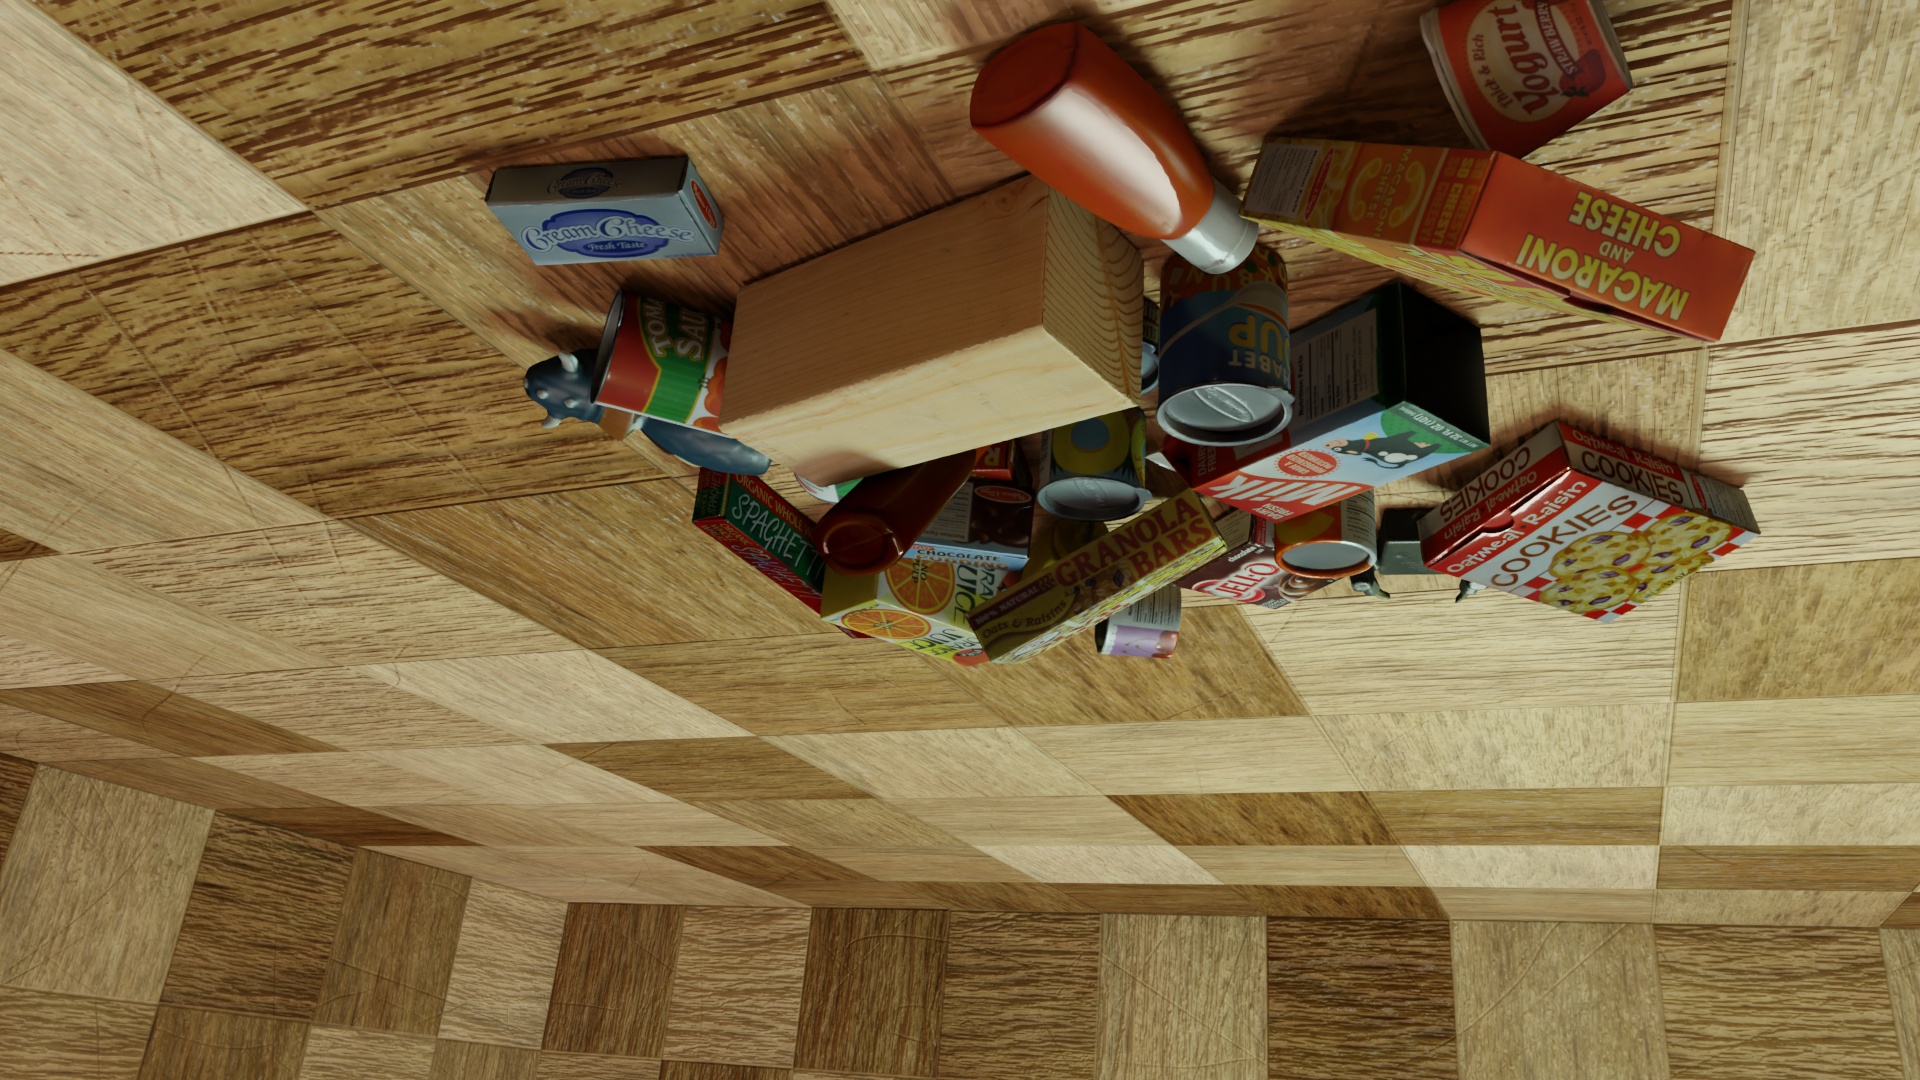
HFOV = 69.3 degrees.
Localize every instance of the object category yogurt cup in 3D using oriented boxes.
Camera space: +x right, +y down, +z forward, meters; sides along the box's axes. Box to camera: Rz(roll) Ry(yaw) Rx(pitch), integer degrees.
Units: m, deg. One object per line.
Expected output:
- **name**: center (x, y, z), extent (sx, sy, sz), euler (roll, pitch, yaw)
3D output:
- **yogurt cup**: center (0.214, -0.181, 0.520), extent (0.054, 0.073, 0.072), euler (-23, 145, 34)

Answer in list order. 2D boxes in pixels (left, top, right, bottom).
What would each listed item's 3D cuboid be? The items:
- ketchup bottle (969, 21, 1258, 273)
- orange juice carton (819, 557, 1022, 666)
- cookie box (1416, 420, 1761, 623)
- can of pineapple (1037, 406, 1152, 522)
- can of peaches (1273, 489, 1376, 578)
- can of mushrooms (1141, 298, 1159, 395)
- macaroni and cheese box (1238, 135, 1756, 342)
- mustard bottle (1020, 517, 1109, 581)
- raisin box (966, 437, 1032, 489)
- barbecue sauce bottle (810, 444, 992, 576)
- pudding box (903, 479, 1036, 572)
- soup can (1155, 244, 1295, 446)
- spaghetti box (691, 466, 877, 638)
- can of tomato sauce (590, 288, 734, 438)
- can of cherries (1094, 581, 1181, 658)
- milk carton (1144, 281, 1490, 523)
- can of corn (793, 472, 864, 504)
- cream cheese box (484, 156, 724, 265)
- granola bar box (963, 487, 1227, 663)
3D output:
- **ketchup bottle**: center (0.075, -0.165, 0.609), extent (0.064, 0.043, 0.149), euler (-11, 153, 44)
- **orange juice carton**: center (-0.010, 0.048, 1.094), extent (0.192, 0.073, 0.071), euler (22, 152, -36)
- **cookie box**: center (0.401, -0.007, 0.893), extent (0.167, 0.040, 0.122), euler (15, 143, -23)
- **can of pineapple**: center (0.084, -0.050, 0.862), extent (0.071, 0.058, 0.070), euler (4, 157, 2)
- **can of peaches**: center (0.239, -0.012, 0.920), extent (0.071, 0.058, 0.071), euler (4, 157, 2)
- **can of mushrooms**: center (0.081, -0.107, 0.760), extent (0.071, 0.033, 0.070), euler (5, 157, 2)
- **macaroni and cheese box**: center (0.208, -0.125, 0.565), extent (0.124, 0.040, 0.167), euler (13, -167, -20)
- **mustard bottle**: center (0.084, 0.015, 1.030), extent (0.065, 0.049, 0.159), euler (6, 156, -4)
- **raisin box**: center (-0.020, -0.045, 0.920), extent (0.123, 0.040, 0.086), euler (1, 156, 12)
- **barbecue sauce bottle**: center (-0.024, -0.037, 0.809), extent (0.064, 0.149, 0.043), euler (-18, 112, 40)
- **pudding box**: center (0.003, -0.011, 0.877), extent (0.084, 0.050, 0.030), euler (7, 158, -4)
- **soup can**: center (0.135, -0.100, 0.700), extent (0.071, 0.084, 0.071), euler (4, 157, 2)
- **spaghetti box**: center (-0.124, 0.011, 1.061), extent (0.028, 0.050, 0.249), euler (-7, 154, 23)
- **can of tomato sauce**: center (-0.159, -0.100, 0.784), extent (0.083, 0.071, 0.071), euler (14, 155, -22)
- **can of cherries**: center (0.140, 0.060, 1.102), extent (0.058, 0.072, 0.071), euler (5, 157, -3)
- **milk carton**: center (0.193, -0.066, 0.782), extent (0.072, 0.074, 0.190), euler (20, 153, -32)
- **can of corn**: center (-0.073, -0.066, 0.850), extent (0.071, 0.071, 0.058), euler (3, 155, 4)
- **cream cheese box**: center (-0.175, -0.162, 0.690), extent (0.104, 0.024, 0.053), euler (0, 156, 12)
- **granola bar box**: center (0.095, 0.027, 0.920), extent (0.165, 0.039, 0.124), euler (-30, 170, 9)
